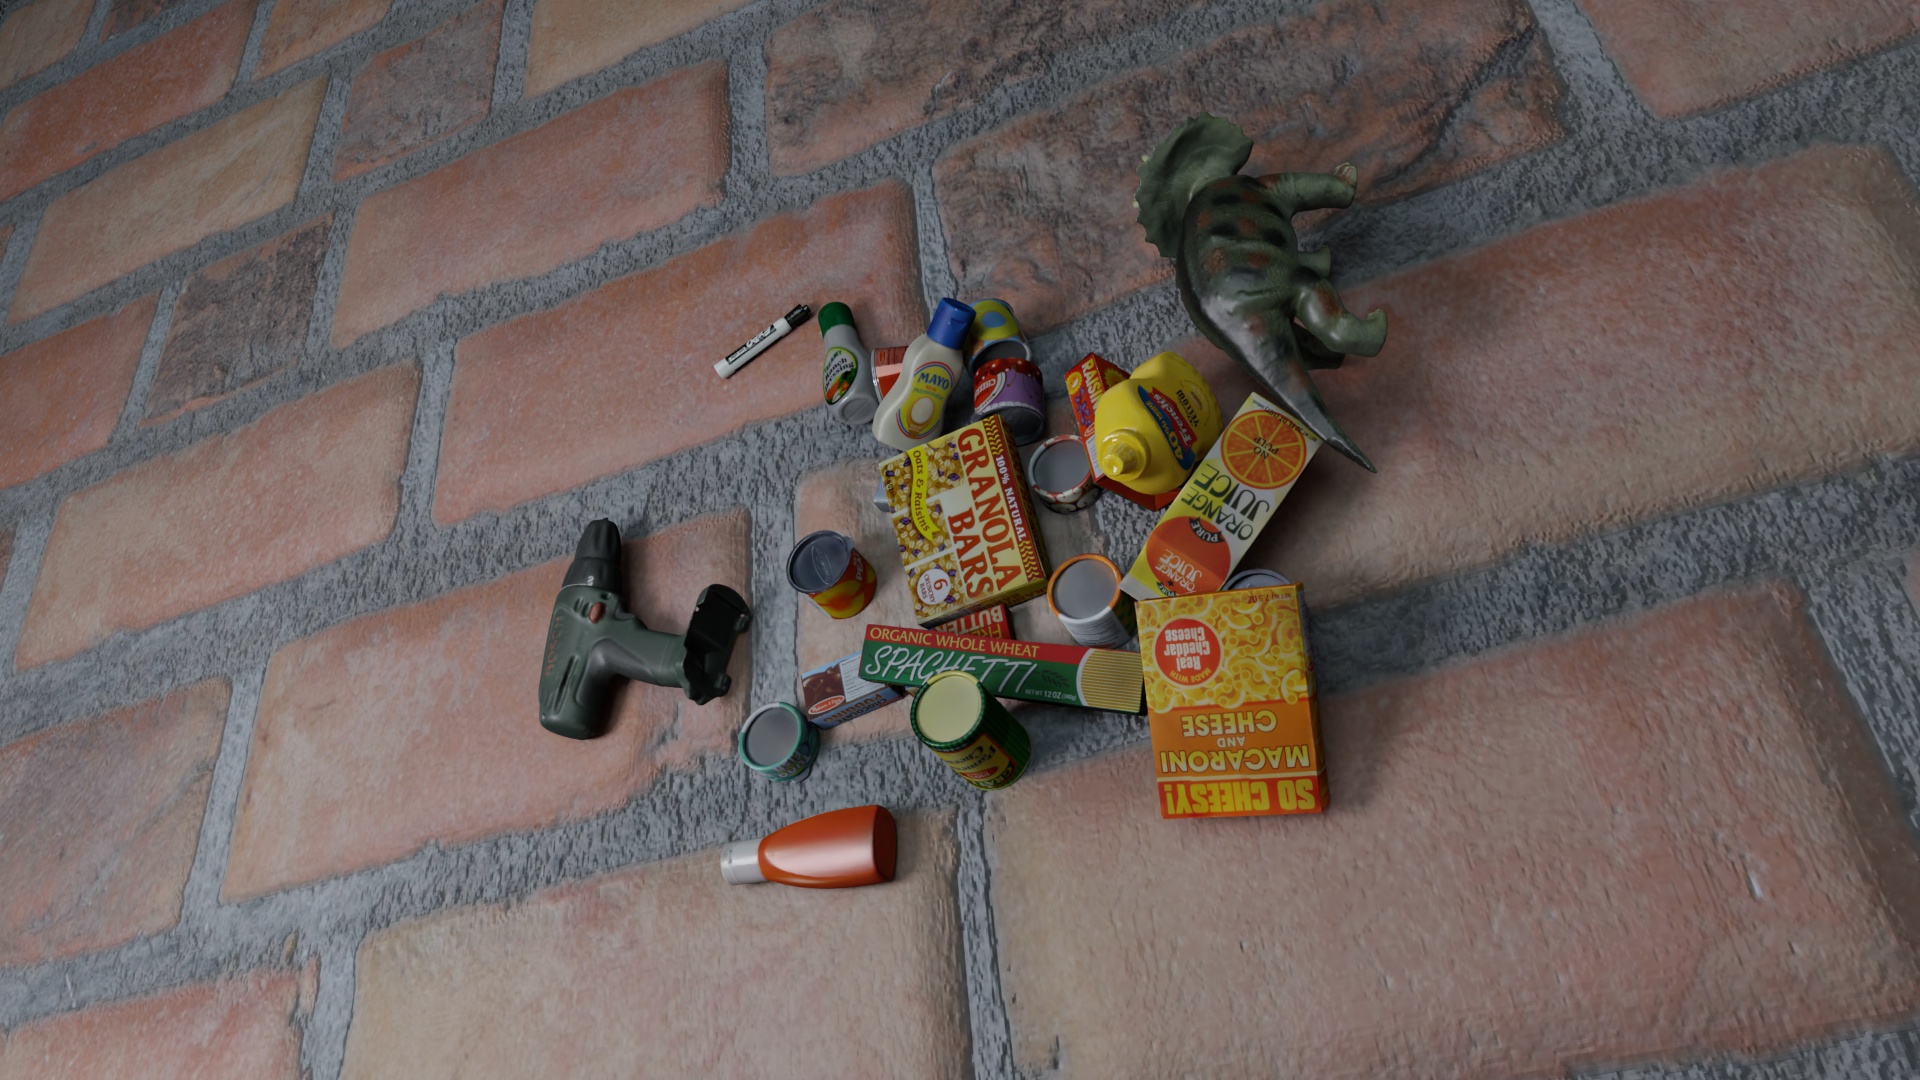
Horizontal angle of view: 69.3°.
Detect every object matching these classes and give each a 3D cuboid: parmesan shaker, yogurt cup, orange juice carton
[{"bbox_3d":[0.006,0.155,1.125,0.071,0.102,0.071,-12,58,20],"label":"parmesan shaker"},{"bbox_3d":[-0.053,-0.161,1.367,0.054,0.072,0.073,-11,58,10],"label":"yogurt cup"},{"bbox_3d":[0.211,-0.018,1.133,0.072,0.073,0.193,34,78,12],"label":"orange juice carton"}]

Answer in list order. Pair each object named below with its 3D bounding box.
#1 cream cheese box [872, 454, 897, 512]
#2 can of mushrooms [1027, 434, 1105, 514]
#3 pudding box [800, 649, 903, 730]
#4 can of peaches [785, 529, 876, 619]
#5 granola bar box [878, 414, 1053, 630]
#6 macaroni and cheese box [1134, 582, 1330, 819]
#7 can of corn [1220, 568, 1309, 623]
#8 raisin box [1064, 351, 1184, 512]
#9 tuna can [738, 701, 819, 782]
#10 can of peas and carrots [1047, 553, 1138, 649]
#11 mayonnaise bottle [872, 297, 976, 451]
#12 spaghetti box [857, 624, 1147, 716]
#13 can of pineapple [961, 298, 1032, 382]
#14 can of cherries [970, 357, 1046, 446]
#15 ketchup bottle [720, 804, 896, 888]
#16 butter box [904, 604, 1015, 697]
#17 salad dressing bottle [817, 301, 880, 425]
[{"bbox_3d":[-0.029,-0.052,1.314,0.104,0.024,0.053,4,63,27],"label":"cream cheese box"},{"bbox_3d":[0.098,-0.060,1.253,0.071,0.033,0.071,-12,57,19],"label":"can of mushrooms"},{"bbox_3d":[-0.097,0.129,1.236,0.083,0.030,0.050,-23,56,12],"label":"pudding box"},{"bbox_3d":[-0.117,0.031,1.286,0.071,0.058,0.071,-12,57,19],"label":"can of peaches"},{"bbox_3d":[0.004,-0.016,1.244,0.124,0.039,0.166,-22,67,16],"label":"granola bar box"},{"bbox_3d":[0.205,0.121,1.044,0.123,0.040,0.166,-7,89,23],"label":"macaroni and cheese box"},{"bbox_3d":[0.235,0.059,1.090,0.071,0.058,0.071,-4,80,20],"label":"can of corn"},{"bbox_3d":[0.143,-0.095,1.215,0.040,0.086,0.124,-37,48,32],"label":"raisin box"},{"bbox_3d":[-0.161,0.181,1.234,0.071,0.032,0.071,-12,57,19],"label":"tuna can"},{"bbox_3d":[0.112,0.050,1.165,0.071,0.058,0.071,-12,58,19],"label":"can of peas and carrots"},{"bbox_3d":[-0.030,-0.155,1.312,0.147,0.065,0.041,-65,24,20],"label":"mayonnaise bottle"},{"bbox_3d":[0.034,0.107,1.161,0.250,0.028,0.050,5,78,19],"label":"spaghetti box"},{"bbox_3d":[0.028,-0.190,1.341,0.071,0.071,0.058,-28,54,8],"label":"can of pineapple"},{"bbox_3d":[0.044,-0.130,1.296,0.071,0.071,0.058,-13,57,19],"label":"can of cherries"},{"bbox_3d":[-0.129,0.262,1.164,0.148,0.043,0.065,-12,57,19],"label":"ketchup bottle"},{"bbox_3d":[-0.001,0.097,1.213,0.103,0.024,0.053,-20,56,14],"label":"butter box"},{"bbox_3d":[-0.117,-0.183,1.419,0.064,0.044,0.148,-42,44,28],"label":"salad dressing bottle"}]
